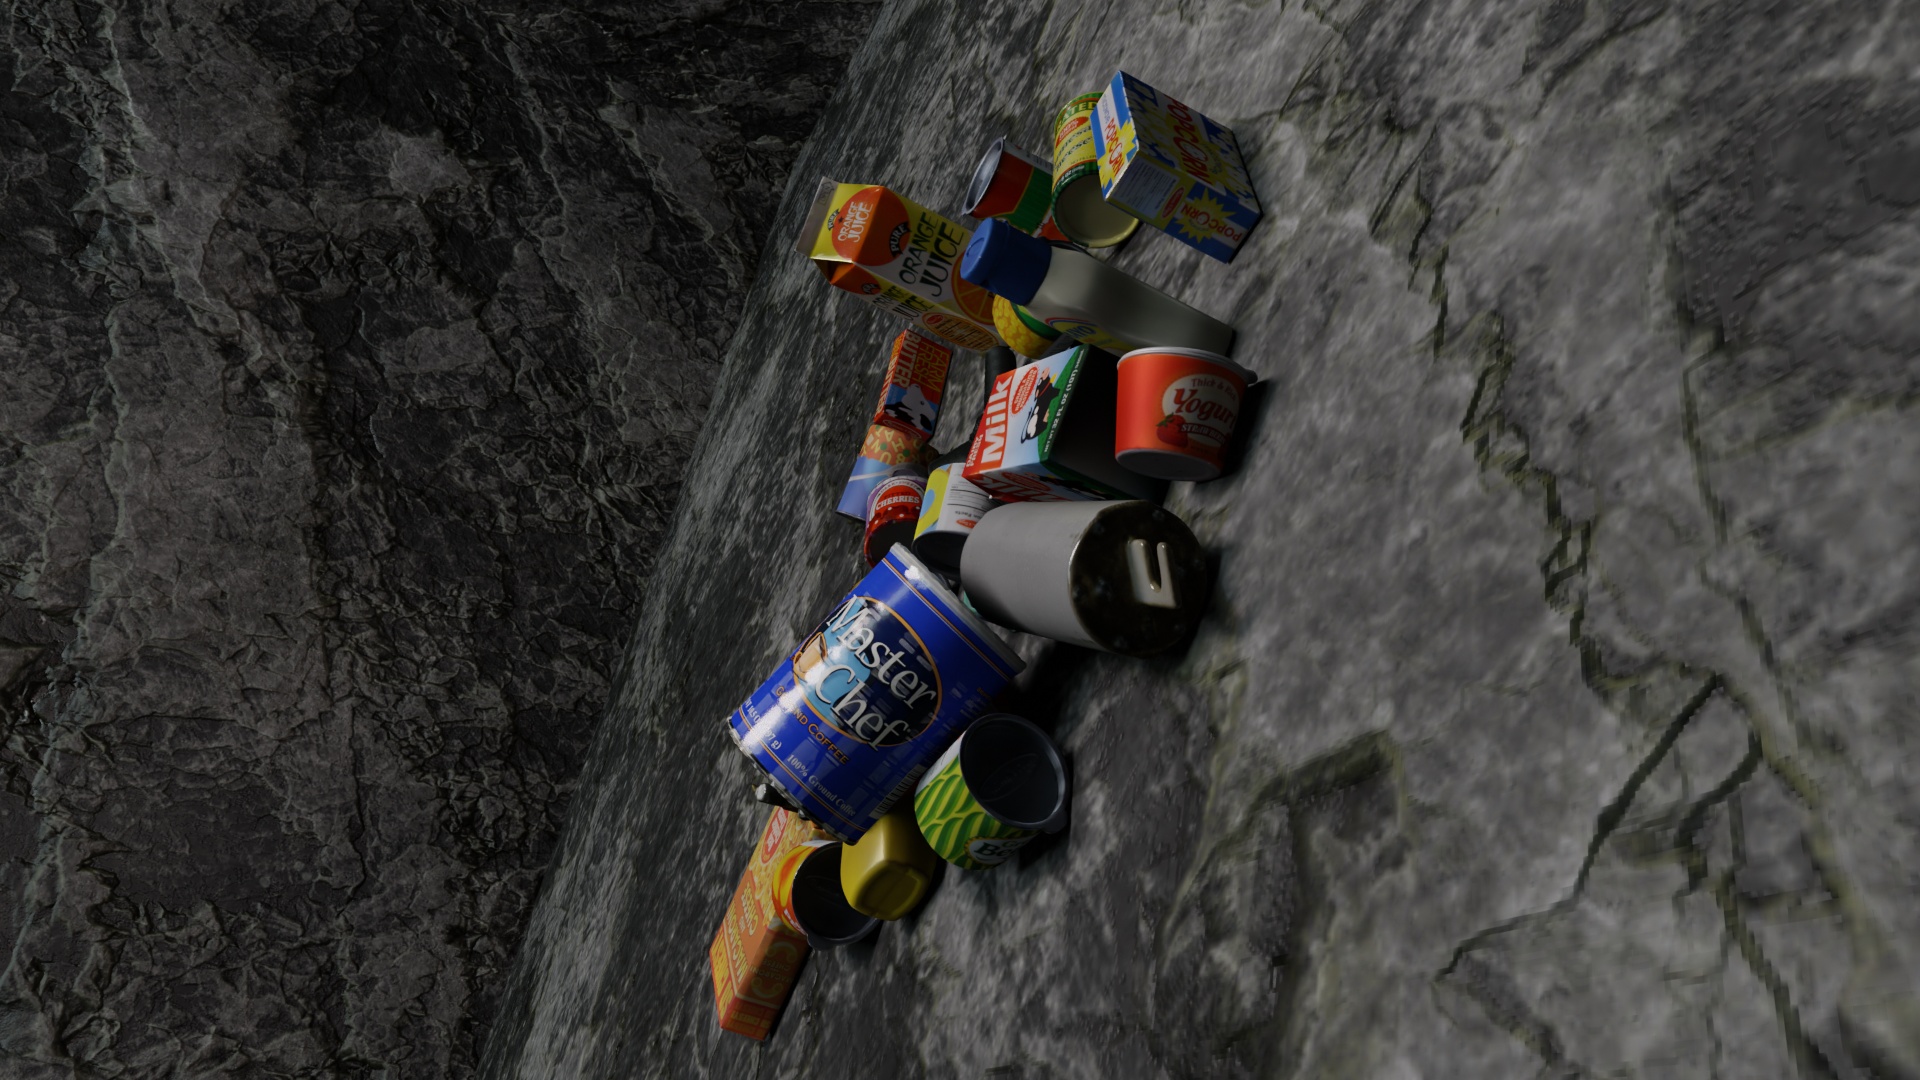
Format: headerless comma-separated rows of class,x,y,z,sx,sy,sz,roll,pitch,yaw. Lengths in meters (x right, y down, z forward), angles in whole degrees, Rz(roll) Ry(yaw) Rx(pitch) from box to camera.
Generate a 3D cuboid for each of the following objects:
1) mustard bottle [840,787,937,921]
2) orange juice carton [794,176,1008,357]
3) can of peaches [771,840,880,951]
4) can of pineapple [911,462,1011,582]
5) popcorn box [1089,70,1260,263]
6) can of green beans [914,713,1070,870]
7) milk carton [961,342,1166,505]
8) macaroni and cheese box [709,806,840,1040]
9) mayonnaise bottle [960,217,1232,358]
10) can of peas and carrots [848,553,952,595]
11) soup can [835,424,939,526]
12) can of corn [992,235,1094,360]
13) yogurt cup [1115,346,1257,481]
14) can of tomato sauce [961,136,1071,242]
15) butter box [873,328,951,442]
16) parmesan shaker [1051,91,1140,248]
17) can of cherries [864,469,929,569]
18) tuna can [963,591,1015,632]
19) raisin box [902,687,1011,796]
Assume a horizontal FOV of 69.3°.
mustard bottle,-0.046,0.172,0.912,0.065,0.049,0.161,-54,20,26
orange juice carton,-0.038,-0.227,1.147,0.073,0.193,0.072,-12,56,69
can of peaches,-0.089,0.237,0.929,0.058,0.071,0.071,-25,45,66
can of pineapple,0.003,-0.012,0.966,0.070,0.071,0.058,-41,30,55
popcorn box,0.126,-0.227,0.834,0.038,0.085,0.127,-55,21,34
can of green beans,0.016,0.135,0.741,0.057,0.071,0.071,-51,23,44
milk carton,0.059,-0.061,0.846,0.072,0.073,0.190,-70,17,-7
macaroni and cheese box,-0.139,0.278,1.073,0.166,0.040,0.124,-65,17,4
mayonnaise bottle,0.073,-0.130,0.764,0.041,0.148,0.064,-69,17,-6
can of peas and carrots,-0.048,0.051,1.037,0.058,0.071,0.071,-36,35,61
soup can,-0.061,-0.050,1.213,0.084,0.071,0.071,-68,17,-5
can of corn,0.062,-0.171,0.983,0.058,0.071,0.071,-43,29,55
yogurt cup,0.111,-0.063,0.714,0.072,0.072,0.054,161,121,-68
can of tomato sauce,0.053,-0.273,1.116,0.071,0.083,0.071,-56,20,33
butter box,-0.044,-0.144,1.296,0.024,0.053,0.104,-41,31,52
parmesan shaker,0.101,-0.268,0.998,0.071,0.071,0.103,-51,23,42
can of cherries,-0.043,-0.012,1.099,0.071,0.071,0.059,-56,21,34
tuna can,0.030,0.023,0.897,0.070,0.033,0.071,-55,21,34
raisin box,-0.031,0.113,0.875,0.123,0.040,0.086,-34,26,10
